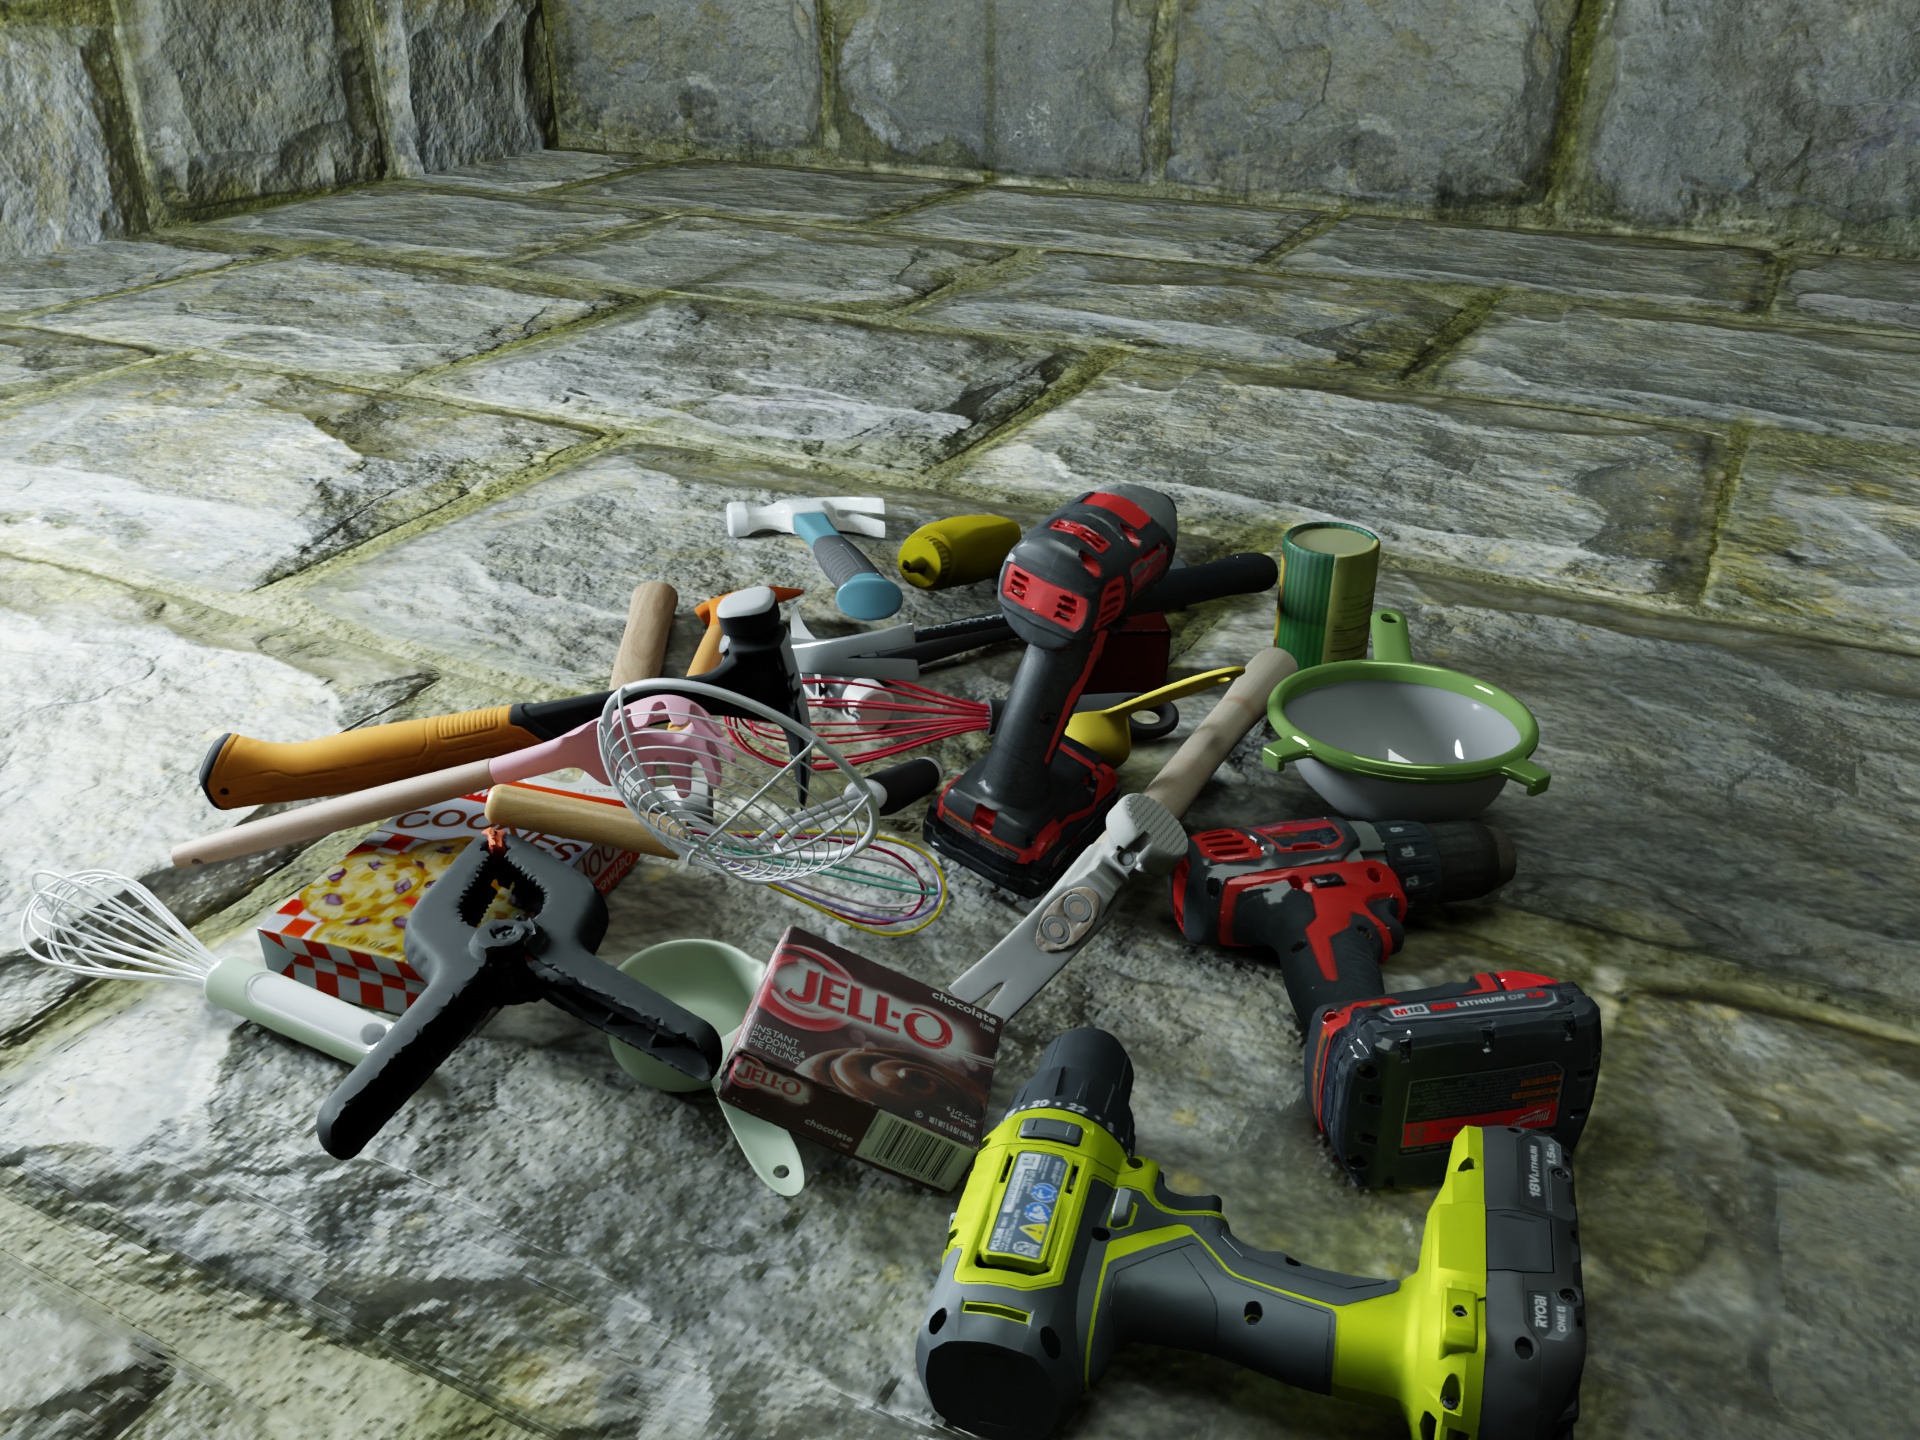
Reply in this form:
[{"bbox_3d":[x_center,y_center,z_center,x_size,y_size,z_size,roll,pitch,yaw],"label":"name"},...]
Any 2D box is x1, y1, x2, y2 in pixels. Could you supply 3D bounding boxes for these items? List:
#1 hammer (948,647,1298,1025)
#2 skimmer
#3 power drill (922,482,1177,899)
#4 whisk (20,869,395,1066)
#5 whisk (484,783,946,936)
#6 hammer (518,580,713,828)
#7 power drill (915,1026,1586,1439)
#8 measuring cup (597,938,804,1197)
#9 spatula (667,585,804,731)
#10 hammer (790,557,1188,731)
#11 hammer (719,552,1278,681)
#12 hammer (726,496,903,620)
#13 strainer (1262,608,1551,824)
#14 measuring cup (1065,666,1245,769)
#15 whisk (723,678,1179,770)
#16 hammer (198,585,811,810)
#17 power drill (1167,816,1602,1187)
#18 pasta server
[{"bbox_3d":[0.120,0.039,0.909,0.038,0.146,0.410,44,29,5],"label":"hammer"},{"bbox_3d":[-0.061,0.017,0.804,0.127,0.090,0.363,13,7,14],"label":"skimmer"},{"bbox_3d":[0.058,-0.024,0.866,0.078,0.219,0.143,28,37,18],"label":"power drill"},{"bbox_3d":[-0.370,0.125,0.787,0.246,0.059,0.058,17,45,20],"label":"whisk"},{"bbox_3d":[-0.125,0.071,0.833,0.245,0.047,0.051,12,12,-11],"label":"whisk"},{"bbox_3d":[-0.223,-0.018,1.069,0.130,0.031,0.332,-2,28,-4],"label":"hammer"},{"bbox_3d":[0.112,0.198,0.616,0.228,0.080,0.191,5,29,15],"label":"power drill"},{"bbox_3d":[-0.109,0.165,0.723,0.083,0.038,0.168,-16,38,-24],"label":"measuring cup"},{"bbox_3d":[-0.160,-0.041,1.051,0.081,0.041,0.323,-17,22,7],"label":"spatula"},{"bbox_3d":[0.032,-0.073,1.168,0.334,0.035,0.146,-17,33,-28],"label":"hammer"},{"bbox_3d":[0.059,-0.070,1.002,0.409,0.036,0.149,-13,11,-38],"label":"hammer"},{"bbox_3d":[-0.100,-0.131,1.230,0.128,0.033,0.331,-6,19,-13],"label":"hammer"},{"bbox_3d":[0.262,0.002,0.969,0.151,0.069,0.256,5,24,10],"label":"strainer"},{"bbox_3d":[0.109,0.003,0.946,0.062,0.029,0.156,8,-21,-40],"label":"measuring cup"},{"bbox_3d":[-0.002,-0.003,1.011,0.295,0.073,0.073,0,27,-12],"label":"whisk"},{"bbox_3d":[-0.250,0.014,0.875,0.337,0.127,0.034,-9,30,4],"label":"hammer"},{"bbox_3d":[0.220,0.115,0.775,0.188,0.080,0.227,-5,25,-10],"label":"power drill"},{"bbox_3d":[-0.272,0.040,0.842,0.316,0.060,0.040,-15,48,6],"label":"pasta server"}]
